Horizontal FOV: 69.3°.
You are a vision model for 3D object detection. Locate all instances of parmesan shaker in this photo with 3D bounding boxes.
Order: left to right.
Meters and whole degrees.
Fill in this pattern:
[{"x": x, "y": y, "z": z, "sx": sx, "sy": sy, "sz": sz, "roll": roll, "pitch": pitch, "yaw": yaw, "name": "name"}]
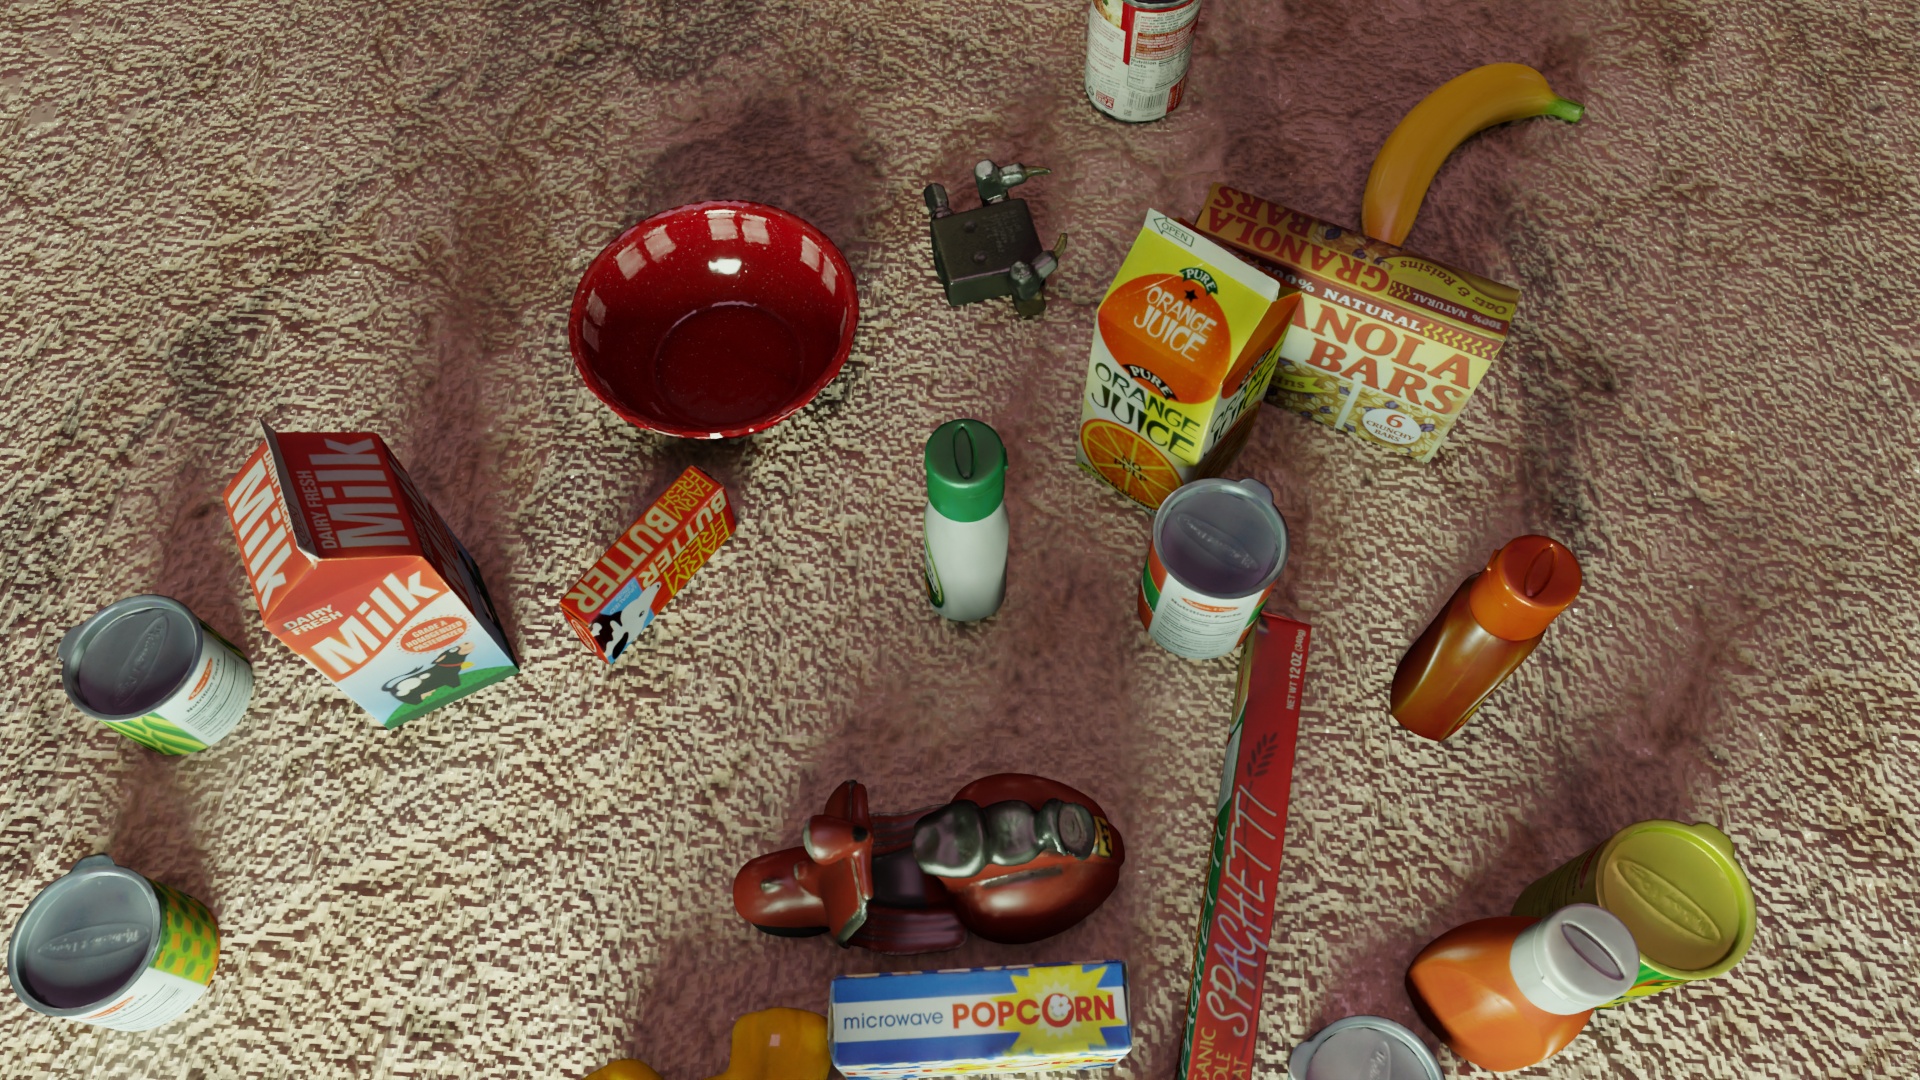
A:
[{"x": 0.300, "y": 0.169, "z": 0.624, "sx": 0.071, "sy": 0.102, "sz": 0.071, "roll": 0, "pitch": 64, "yaw": 0, "name": "parmesan shaker"}]

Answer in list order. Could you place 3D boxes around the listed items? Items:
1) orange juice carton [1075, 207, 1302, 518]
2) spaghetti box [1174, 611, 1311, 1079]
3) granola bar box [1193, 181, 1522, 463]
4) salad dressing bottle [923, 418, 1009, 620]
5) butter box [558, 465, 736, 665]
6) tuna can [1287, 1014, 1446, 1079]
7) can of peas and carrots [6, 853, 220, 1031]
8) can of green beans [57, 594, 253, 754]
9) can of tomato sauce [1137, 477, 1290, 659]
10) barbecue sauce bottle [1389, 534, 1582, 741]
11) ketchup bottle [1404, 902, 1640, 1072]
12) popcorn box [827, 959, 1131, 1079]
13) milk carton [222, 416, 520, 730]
[{"x": 0.113, "y": -0.090, "z": 0.704, "sx": 0.072, "sy": 0.191, "sz": 0.073, "roll": 35, "pitch": 69, "yaw": 16, "name": "orange juice carton"}, {"x": 0.133, "y": 0.157, "z": 0.660, "sx": 0.029, "sy": 0.050, "sz": 0.251, "roll": 12, "pitch": 64, "yaw": 6, "name": "spaghetti box"}, {"x": 0.199, "y": -0.115, "z": 0.754, "sx": 0.166, "sy": 0.123, "sz": 0.039, "roll": 23, "pitch": 66, "yaw": 11, "name": "granola bar box"}, {"x": 0.002, "y": -0.009, "z": 0.688, "sx": 0.044, "sy": 0.147, "sz": 0.064, "roll": -5, "pitch": 64, "yaw": -2, "name": "salad dressing bottle"}, {"x": -0.162, "y": 0.012, "z": 0.730, "sx": 0.024, "sy": 0.053, "sz": 0.104, "roll": 34, "pitch": 68, "yaw": 15, "name": "butter box"}, {"x": 0.179, "y": 0.248, "z": 0.623, "sx": 0.071, "sy": 0.032, "sz": 0.071, "roll": 0, "pitch": 64, "yaw": 0, "name": "tuna can"}, {"x": -0.387, "y": 0.186, "z": 0.640, "sx": 0.071, "sy": 0.058, "sz": 0.071, "roll": 0, "pitch": 64, "yaw": 0, "name": "can of peas and carrots"}, {"x": -0.402, "y": 0.068, "z": 0.699, "sx": 0.071, "sy": 0.057, "sz": 0.071, "roll": 0, "pitch": 64, "yaw": 0, "name": "can of green beans"}, {"x": 0.128, "y": 0.014, "z": 0.712, "sx": 0.071, "sy": 0.082, "sz": 0.071, "roll": 0, "pitch": 64, "yaw": 0, "name": "can of tomato sauce"}, {"x": 0.248, "y": 0.045, "z": 0.661, "sx": 0.044, "sy": 0.148, "sz": 0.065, "roll": 29, "pitch": 67, "yaw": 14, "name": "barbecue sauce bottle"}, {"x": 0.238, "y": 0.188, "z": 0.589, "sx": 0.044, "sy": 0.148, "sz": 0.065, "roll": -40, "pitch": 70, "yaw": -17, "name": "ketchup bottle"}, {"x": 0.008, "y": 0.213, "z": 0.612, "sx": 0.127, "sy": 0.085, "sz": 0.038, "roll": -3, "pitch": 64, "yaw": -1, "name": "popcorn box"}, {"x": -0.278, "y": 0.016, "z": 0.651, "sx": 0.073, "sy": 0.189, "sz": 0.072, "roll": -25, "pitch": 66, "yaw": -12, "name": "milk carton"}]
